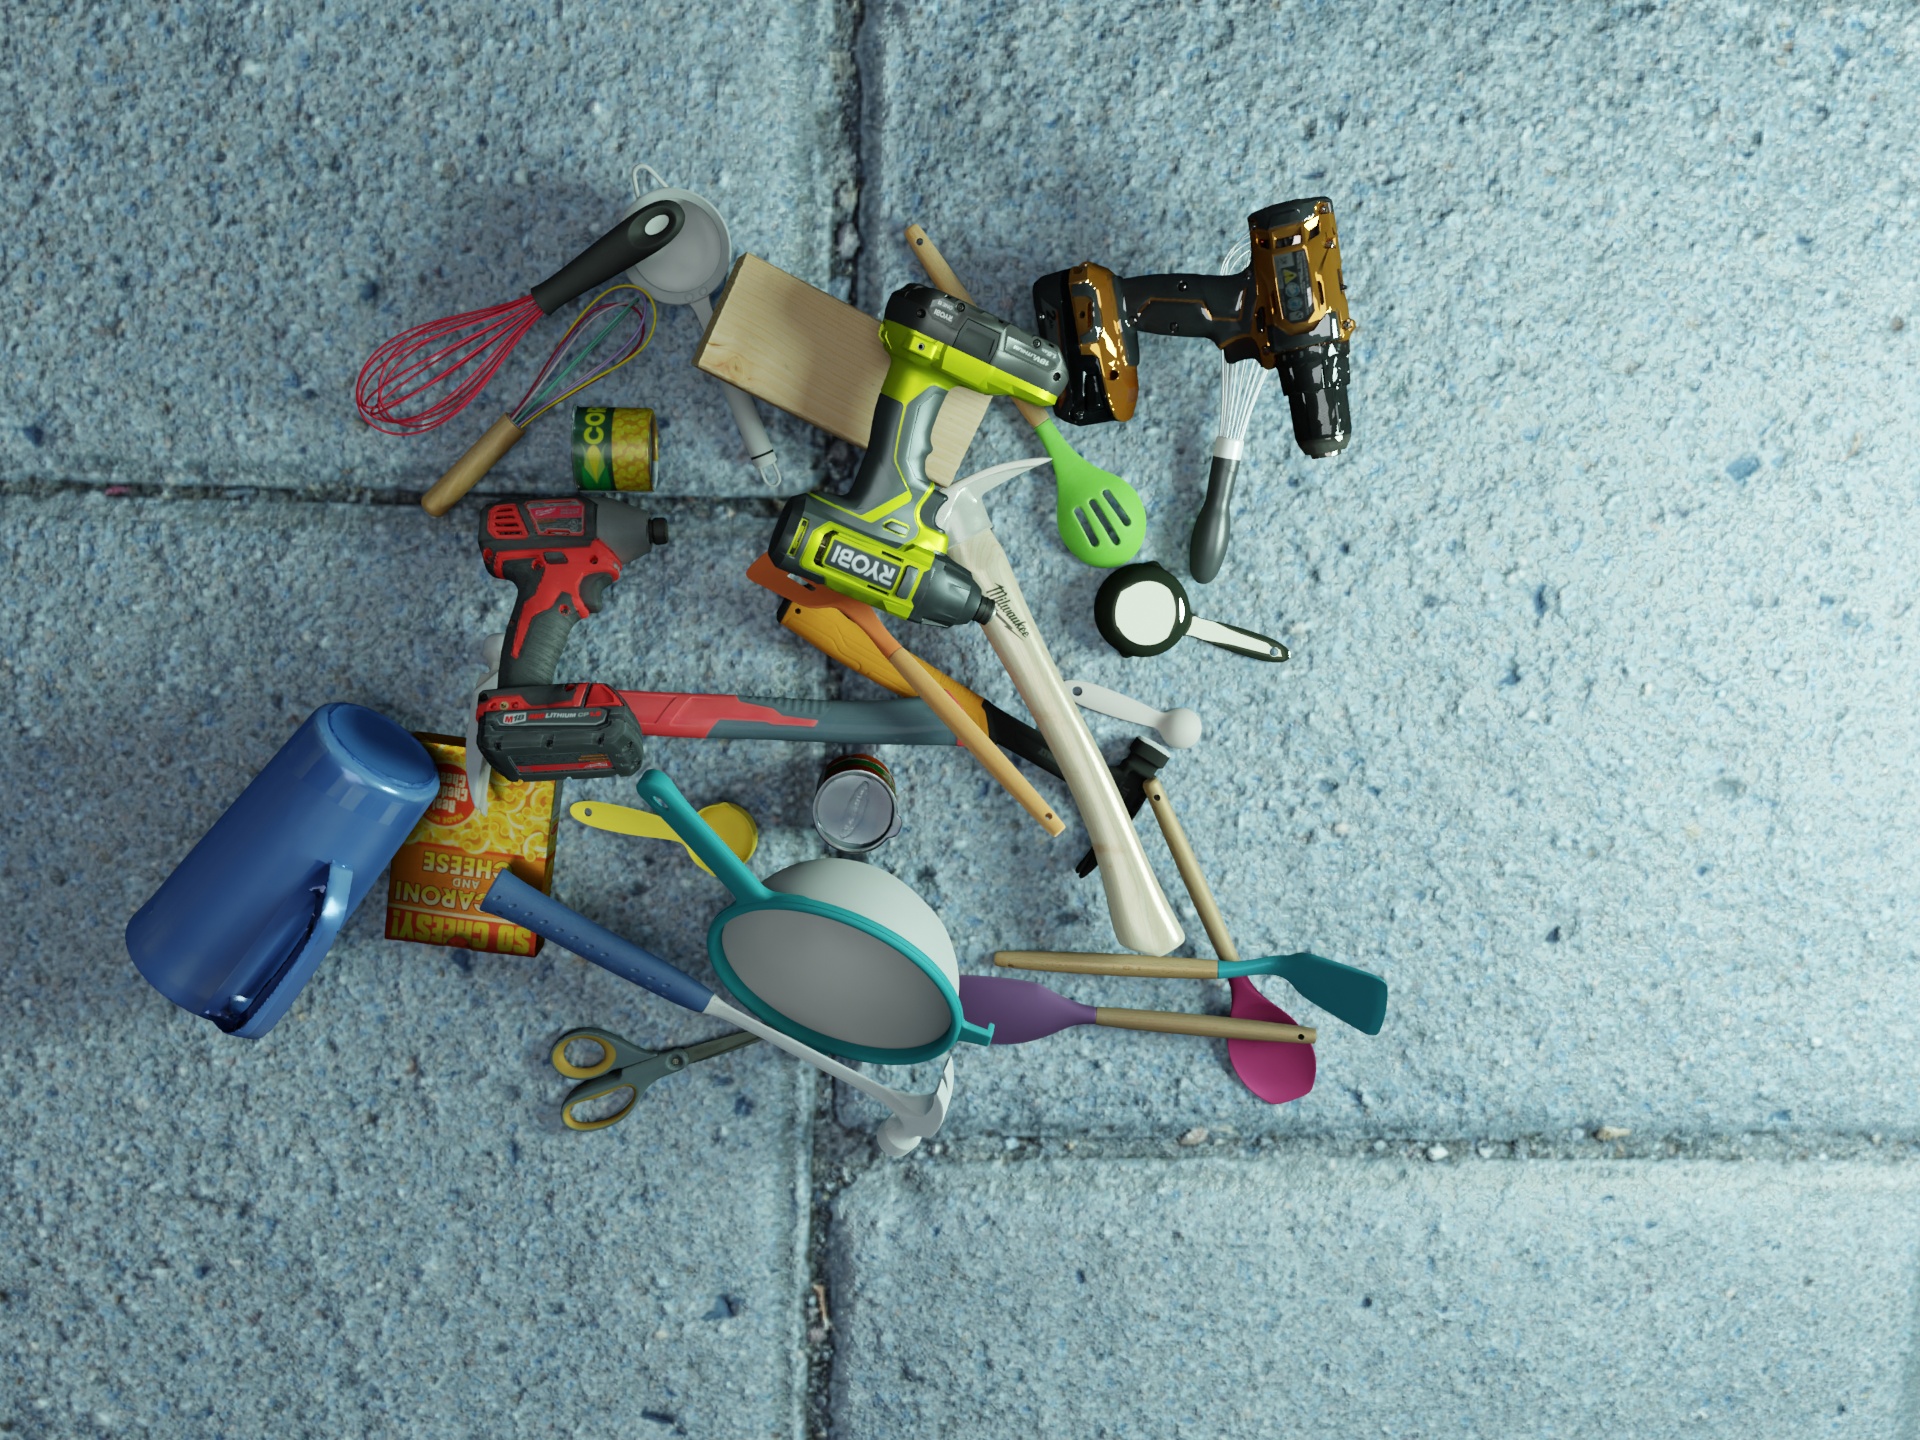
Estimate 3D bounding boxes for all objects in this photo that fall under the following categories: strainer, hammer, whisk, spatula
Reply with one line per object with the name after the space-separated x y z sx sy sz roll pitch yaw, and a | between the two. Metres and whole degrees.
-0.193 -0.302 1.231 0.087 0.050 0.258 -19 105 8 | strainer
0.086 -0.004 1.259 0.146 0.038 0.410 -27 98 -2 | hammer
-0.326 -0.242 1.226 0.245 0.051 0.047 -42 118 10 | whisk
-0.121 0.132 1.226 0.211 0.095 0.340 -14 127 37 | strainer
-0.034 -0.031 1.223 0.081 0.041 0.323 -40 81 -18 | spatula
-0.002 -0.004 1.288 0.337 0.034 0.127 31 95 -7 | hammer
-0.189 0.226 1.262 0.405 0.035 0.144 29 141 -7 | hammer
-0.187 0.012 1.238 0.386 0.038 0.143 3 71 0 | hammer
0.184 0.211 1.301 0.317 0.044 0.082 2 138 8 | spatula
-0.332 -0.305 1.195 0.296 0.073 0.073 -30 99 9 | whisk
0.139 0.252 1.331 0.316 0.018 0.059 4 100 3 | spatula
0.217 -0.247 1.253 0.070 0.070 0.284 9 103 -4 | whisk

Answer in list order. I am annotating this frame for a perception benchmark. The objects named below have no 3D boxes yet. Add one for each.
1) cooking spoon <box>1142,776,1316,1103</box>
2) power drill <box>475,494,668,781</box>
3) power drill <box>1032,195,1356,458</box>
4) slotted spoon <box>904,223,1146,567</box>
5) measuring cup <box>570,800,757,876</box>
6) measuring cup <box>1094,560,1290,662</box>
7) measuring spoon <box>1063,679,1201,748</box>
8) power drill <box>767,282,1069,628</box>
0.218 0.186 1.321 0.069 0.017 0.318 -22 106 13 | cooking spoon
-0.293 -0.070 1.206 0.143 0.078 0.220 -3 68 -3 | power drill
0.182 -0.275 1.193 0.226 0.084 0.185 -7 100 23 | power drill
0.048 -0.255 1.257 0.070 0.031 0.313 -34 97 5 | slotted spoon
-0.241 0.085 1.299 0.156 0.029 0.062 11 98 7 | measuring cup
0.190 -0.075 1.284 0.167 0.038 0.083 17 97 -3 | measuring cup
0.140 -0.007 1.302 0.124 0.018 0.034 19 97 -5 | measuring spoon
-0.019 -0.184 1.147 0.171 0.080 0.223 21 100 -17 | power drill
